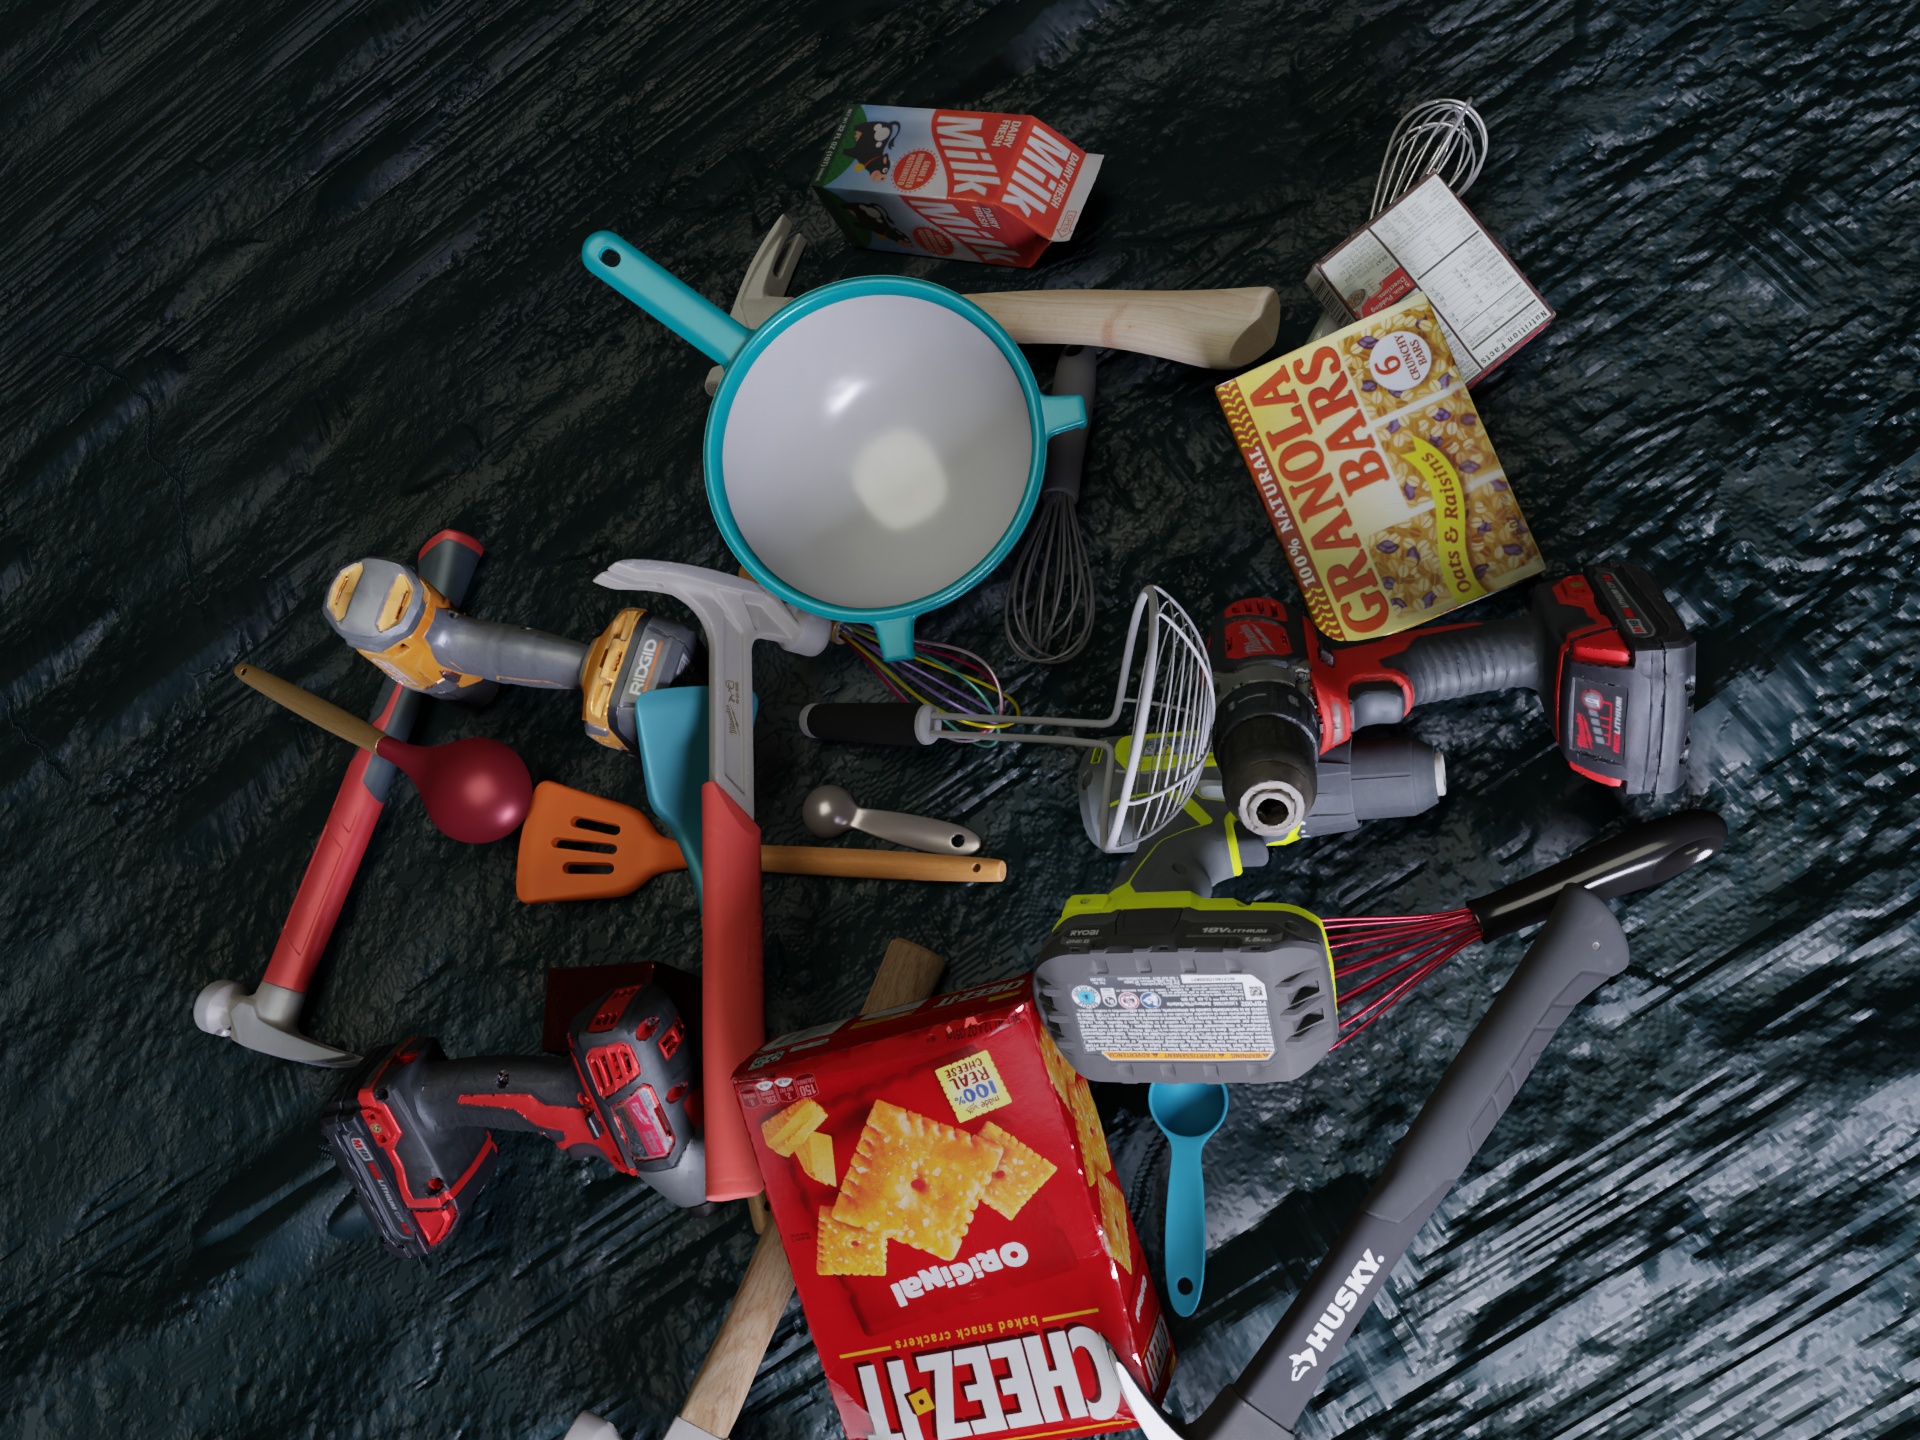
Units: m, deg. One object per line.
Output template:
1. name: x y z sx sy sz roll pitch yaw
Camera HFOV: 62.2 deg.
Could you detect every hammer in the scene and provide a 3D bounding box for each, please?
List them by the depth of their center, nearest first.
1. hammer: 0.203 0.218 0.741 0.146 0.035 0.335 37 85 -7
2. hammer: -0.088 0.277 0.876 0.130 0.031 0.331 22 74 12
3. hammer: -0.137 0.083 0.899 0.036 0.149 0.359 -27 59 47
4. hammer: 0.014 -0.270 1.041 0.411 0.038 0.146 8 72 33
5. hammer: -0.406 0.047 1.118 0.143 0.038 0.386 10 74 25

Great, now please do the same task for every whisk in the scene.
1. whisk: 0.241 0.109 0.800 0.296 0.073 0.073 -23 62 8
2. whisk: 0.246 -0.270 0.959 0.058 0.059 0.246 29 87 2
3. whisk: 0.065 -0.140 0.985 0.055 0.055 0.239 -3 64 23
4. whisk: -0.056 -0.048 1.008 0.245 0.051 0.047 32 63 34

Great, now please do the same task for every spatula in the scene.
1. spatula: -0.137 0.137 0.932 0.044 0.082 0.318 -28 70 49
2. spatula: -0.127 0.084 0.980 0.323 0.041 0.081 1 74 23

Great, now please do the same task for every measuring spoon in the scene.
1. measuring spoon: 0.119 0.241 0.826 0.042 0.021 0.129 -1 78 20
2. measuring spoon: -0.044 0.062 0.965 0.124 0.018 0.034 11 74 26

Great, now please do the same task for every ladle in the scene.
1. ladle: -0.410 0.009 1.096 0.316 0.031 0.069 21 80 32

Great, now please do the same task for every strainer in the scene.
1. strainer: -0.096 -0.198 1.005 0.340 0.095 0.211 37 93 12

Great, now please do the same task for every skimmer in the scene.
1. skimmer: -0.001 -0.003 0.853 0.363 0.090 0.127 2 81 50

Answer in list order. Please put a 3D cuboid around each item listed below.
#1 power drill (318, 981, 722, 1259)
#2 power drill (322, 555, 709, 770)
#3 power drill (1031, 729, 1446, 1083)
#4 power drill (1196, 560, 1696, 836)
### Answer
1. power drill: -0.243 0.238 0.923 0.219 0.143 0.079 -14 20 17
2. power drill: -0.275 -0.030 1.038 0.226 0.185 0.084 14 75 8
3. power drill: 0.140 0.074 0.792 0.190 0.080 0.229 -4 28 21
4. power drill: 0.229 -0.007 0.773 0.227 0.080 0.188 -3 27 10
